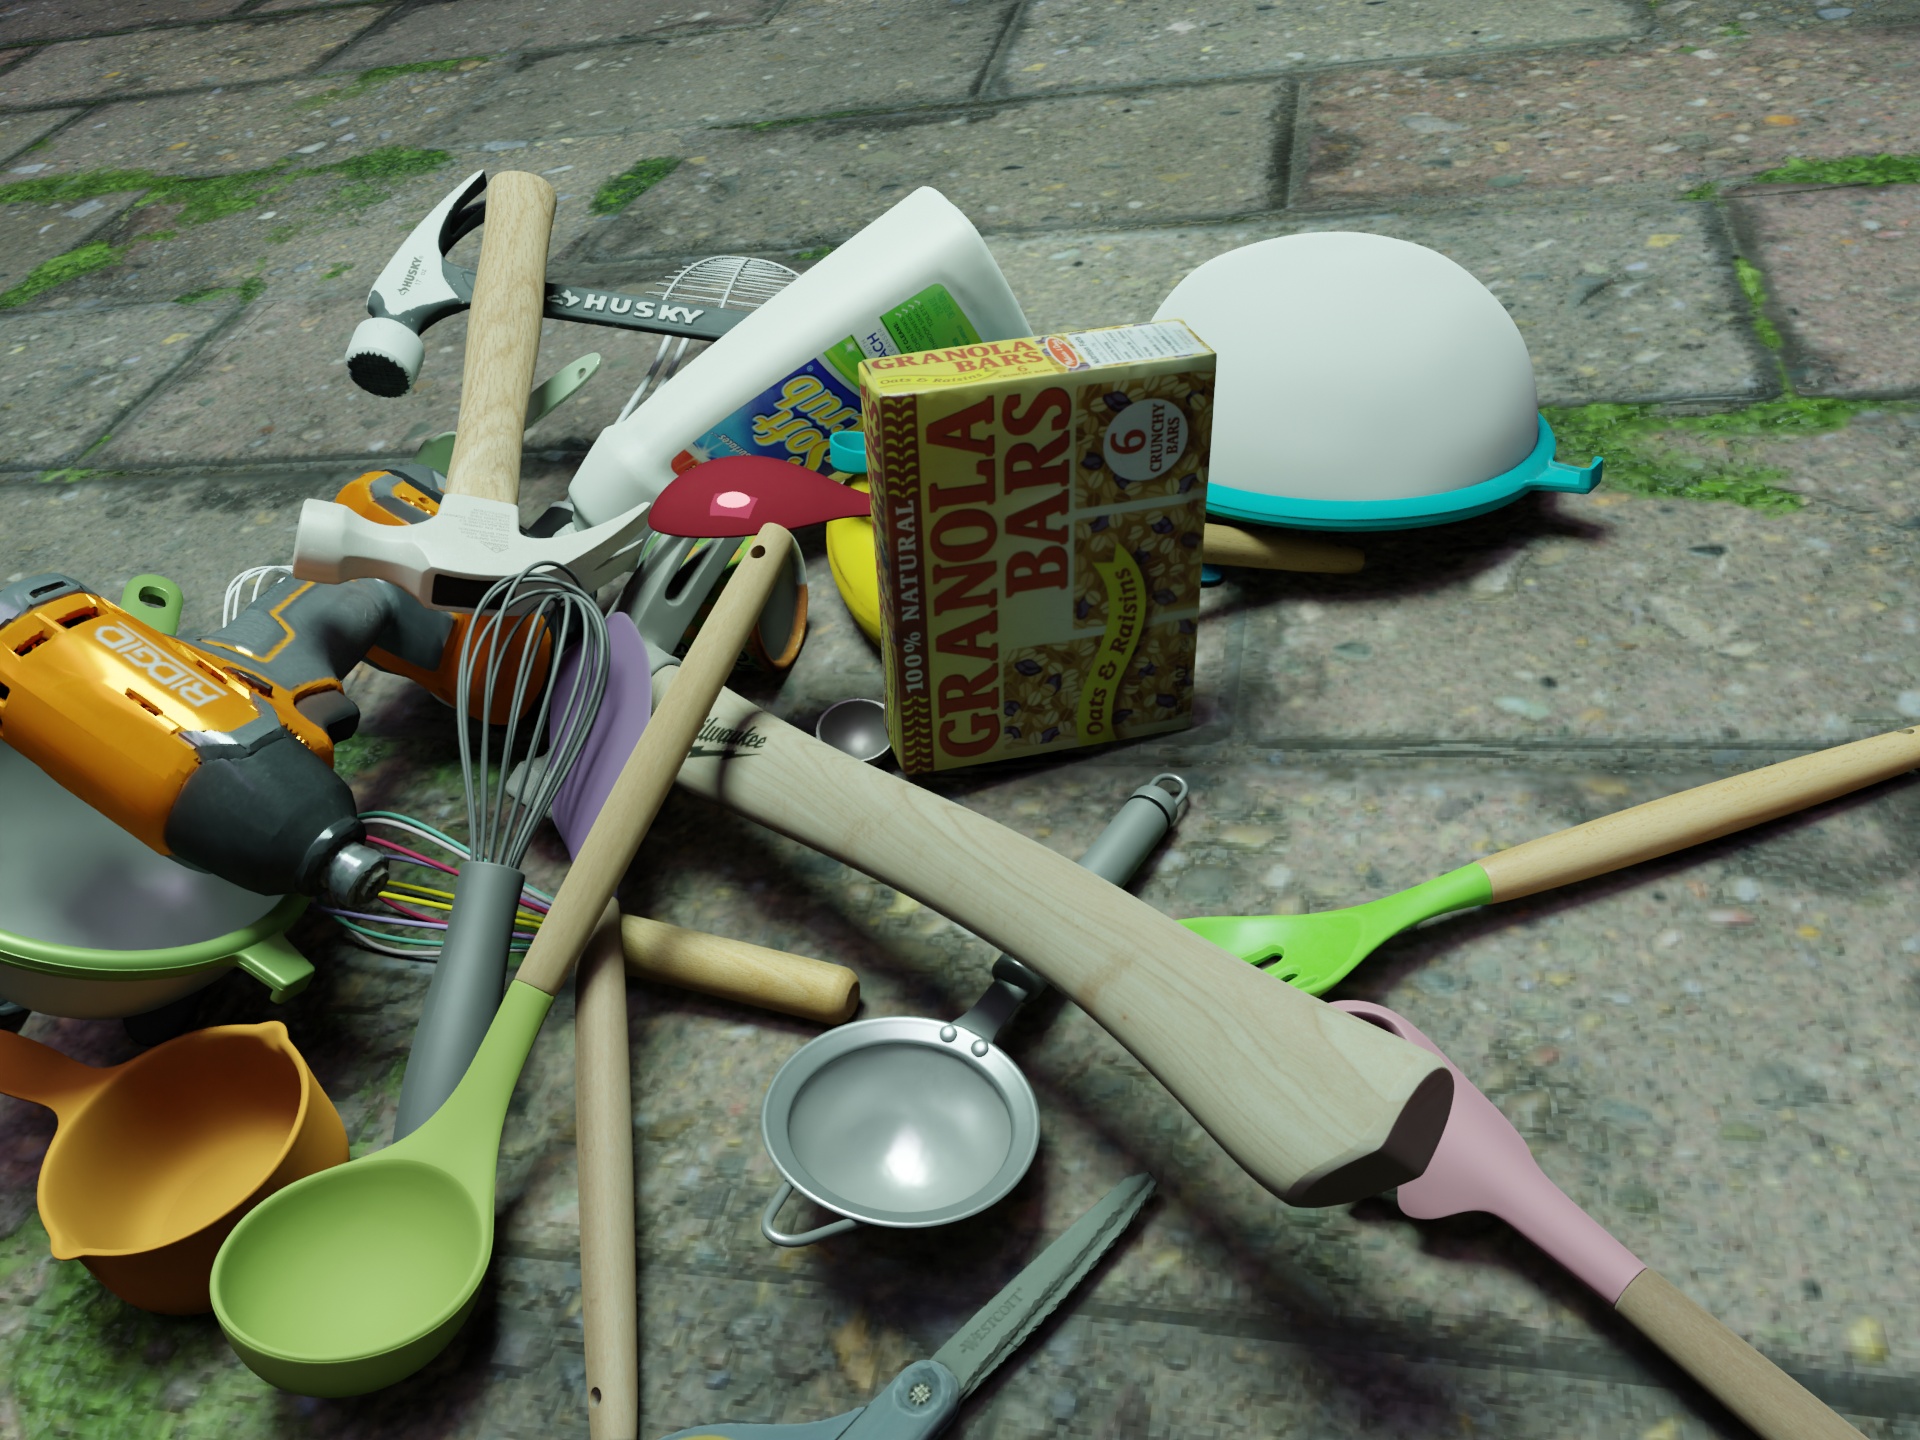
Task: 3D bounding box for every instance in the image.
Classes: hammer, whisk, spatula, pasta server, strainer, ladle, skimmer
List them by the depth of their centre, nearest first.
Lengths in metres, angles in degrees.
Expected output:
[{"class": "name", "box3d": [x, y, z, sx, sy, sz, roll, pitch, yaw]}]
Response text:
[{"class": "pasta server", "box3d": [0.198, 0.171, 0.415, 0.060, 0.040, 0.316, -32, 48, -22]}, {"class": "ladle", "box3d": [-0.132, 0.060, 0.523, 0.078, 0.062, 0.320, 17, 68, 20]}, {"class": "hammer", "box3d": [-0.015, 0.031, 0.535, 0.411, 0.038, 0.146, 24, 81, 44]}, {"class": "strainer", "box3d": [0.018, 0.093, 0.541, 0.087, 0.050, 0.258, 22, 44, 25]}, {"class": "spatula", "box3d": [-0.123, 0.085, 0.550, 0.060, 0.018, 0.316, -32, 48, 26]}, {"class": "whisk", "box3d": [-0.167, 0.054, 0.564, 0.055, 0.055, 0.239, 1, 70, 16]}, {"class": "whisk", "box3d": [-0.151, 0.077, 0.604, 0.245, 0.047, 0.051, 10, 57, 18]}, {"class": "strainer", "box3d": [-0.333, 0.030, 0.618, 0.151, 0.069, 0.257, 15, 27, -28]}, {"class": "ladle", "box3d": [0.030, -0.081, 0.664, 0.315, 0.031, 0.069, 4, 23, -18]}, {"class": "whisk", "box3d": [-0.316, 0.021, 0.700, 0.070, 0.070, 0.285, -9, 44, 4]}, {"class": "hammer", "box3d": [-0.206, -0.162, 0.720, 0.130, 0.031, 0.332, 9, 42, -19]}, {"class": "strainer", "box3d": [0.108, -0.167, 0.730, 0.340, 0.095, 0.211, -5, 32, -7]}, {"class": "hammer", "box3d": [-0.100, -0.208, 0.842, 0.409, 0.036, 0.149, 8, 56, -1]}, {"class": "skimmer", "box3d": [-0.173, -0.133, 0.862, 0.127, 0.090, 0.363, 12, 55, 18]}]

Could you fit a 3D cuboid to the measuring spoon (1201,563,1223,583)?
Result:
[{"class": "measuring spoon", "box3d": [0.064, -0.082, 0.755, 0.129, 0.021, 0.042, 22, 51, 22]}]

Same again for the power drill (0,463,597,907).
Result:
[{"class": "power drill", "box3d": [-0.241, -0.015, 0.626, 0.164, 0.084, 0.226, 33, 29, 6]}]

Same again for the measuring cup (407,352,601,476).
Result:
[{"class": "measuring cup", "box3d": [-0.230, -0.130, 0.812, 0.167, 0.038, 0.083, -31, 50, 24]}]

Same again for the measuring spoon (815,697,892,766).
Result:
[{"class": "measuring spoon", "box3d": [-0.001, -0.002, 0.679, 0.124, 0.018, 0.034, -14, 52, -13]}]

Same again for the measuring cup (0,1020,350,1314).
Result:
[{"class": "measuring cup", "box3d": [-0.287, 0.145, 0.549, 0.174, 0.052, 0.095, 10, 45, 27]}]

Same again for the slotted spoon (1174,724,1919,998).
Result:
[{"class": "slotted spoon", "box3d": [0.205, 0.050, 0.550, 0.313, 0.031, 0.070, -16, 16, -8]}]
